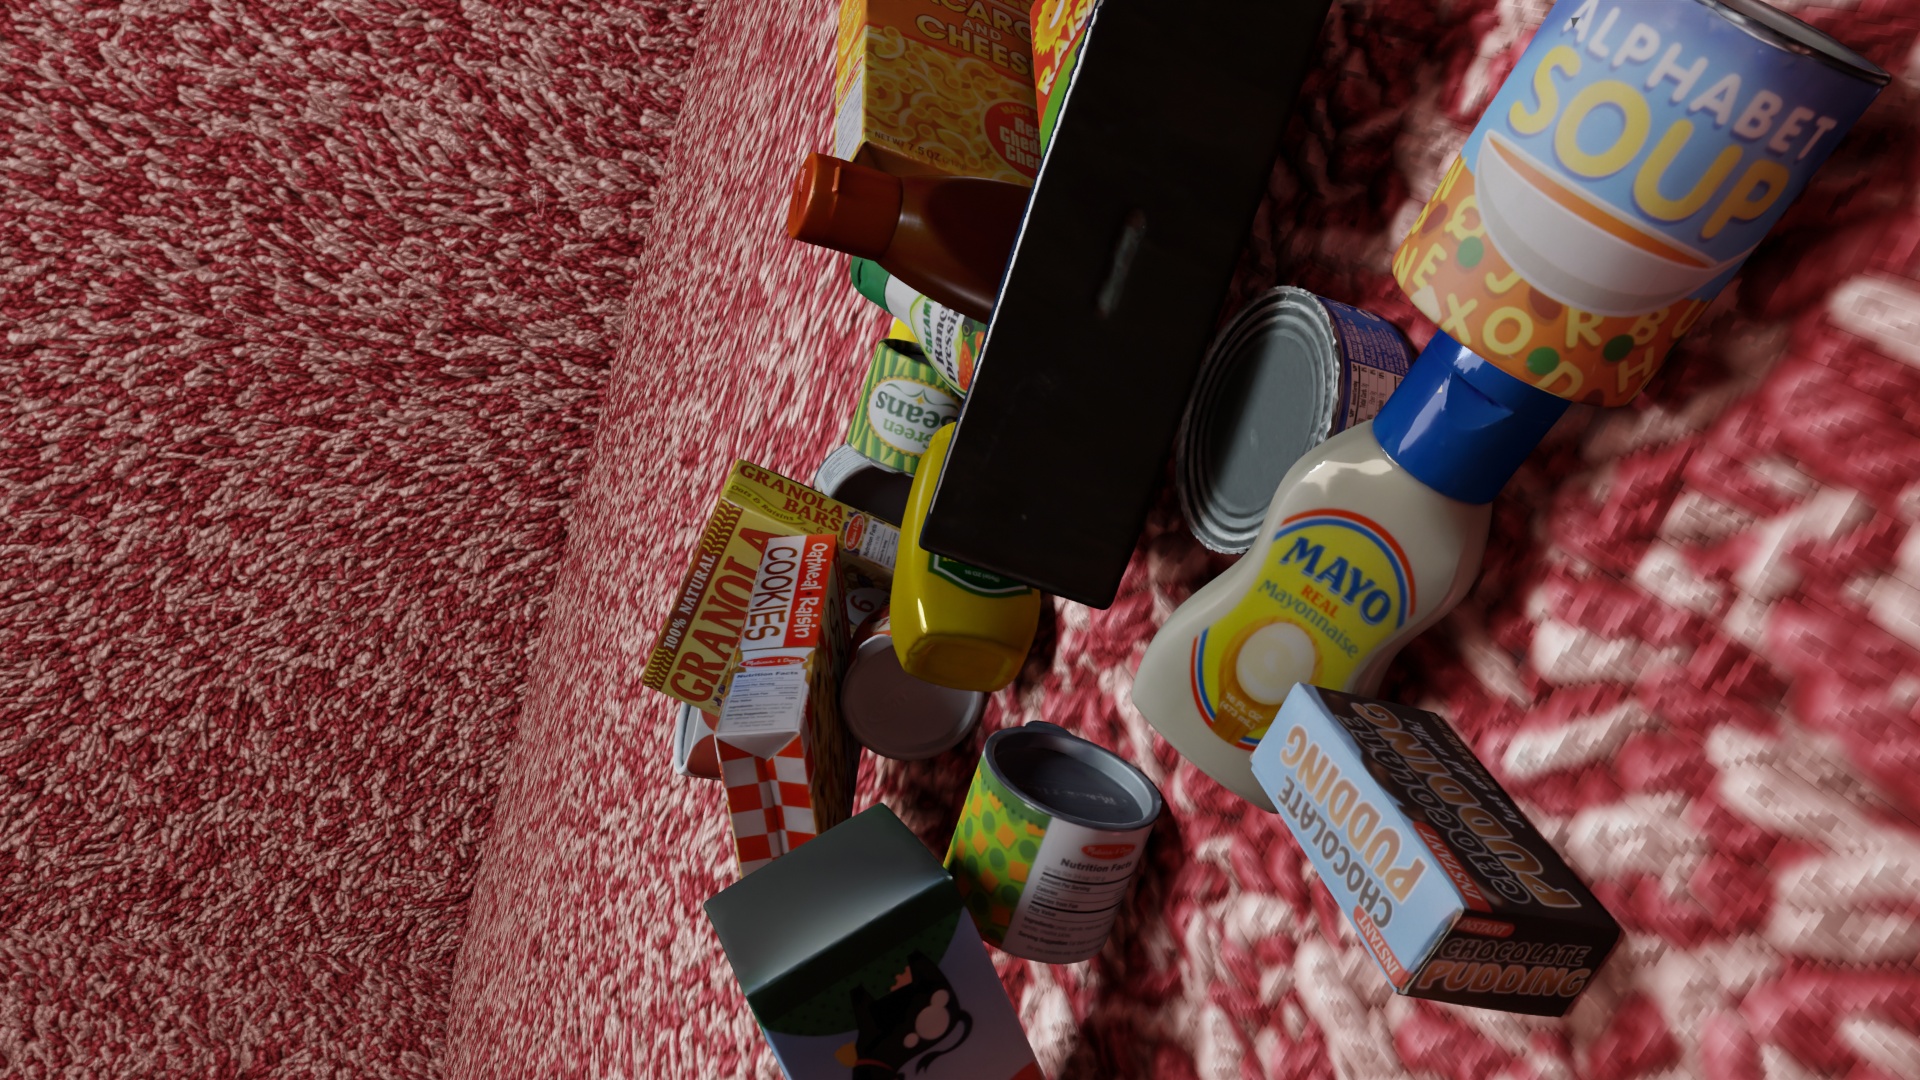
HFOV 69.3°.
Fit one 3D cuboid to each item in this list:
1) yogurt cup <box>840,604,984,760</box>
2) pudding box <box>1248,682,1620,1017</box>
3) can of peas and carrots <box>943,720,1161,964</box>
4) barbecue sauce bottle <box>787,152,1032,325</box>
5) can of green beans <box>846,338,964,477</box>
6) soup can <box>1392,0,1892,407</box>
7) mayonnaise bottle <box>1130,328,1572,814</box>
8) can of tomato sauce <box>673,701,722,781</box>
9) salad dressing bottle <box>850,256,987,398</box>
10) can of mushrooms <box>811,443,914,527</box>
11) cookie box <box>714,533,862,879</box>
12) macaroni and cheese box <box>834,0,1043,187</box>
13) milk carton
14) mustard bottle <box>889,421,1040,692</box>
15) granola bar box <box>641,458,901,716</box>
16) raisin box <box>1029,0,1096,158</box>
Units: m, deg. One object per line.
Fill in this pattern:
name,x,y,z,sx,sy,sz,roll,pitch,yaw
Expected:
yogurt cup,-0.025,0.065,0.675,0.054,0.072,0.072,-110,37,-67
pudding box,0.111,0.073,0.339,0.084,0.050,0.030,-114,43,-57
can of peas and carrots,0.030,0.108,0.502,0.071,0.071,0.058,-125,50,-62
barbecue sauce bottle,0.003,-0.126,0.591,0.043,0.149,0.065,149,130,-61
can of green beans,-0.021,-0.069,0.733,0.071,0.071,0.057,-126,52,-63
soup can,0.146,-0.080,0.309,0.072,0.071,0.083,-104,33,-49
mayonnaise bottle,0.106,0.006,0.377,0.041,0.065,0.147,-32,-24,-54
can of tomato sauce,-0.135,0.125,0.891,0.071,0.083,0.071,-166,89,-70
salad dressing bottle,-0.004,-0.112,0.685,0.148,0.044,0.064,41,132,46
can of mushrooms,-0.047,-0.020,0.777,0.033,0.071,0.070,-123,49,-61
cookie box,-0.077,0.089,0.659,0.168,0.040,0.122,-89,-6,-61
macaroni and cheese box,0.003,-0.217,0.676,0.040,0.124,0.167,-48,35,47
milk carton,-0.010,0.195,0.475,0.190,0.073,0.072,67,164,-17
mustard bottle,0.002,-0.008,0.647,0.048,0.065,0.161,120,157,-48
granola bar box,-0.095,0.043,0.775,0.039,0.124,0.164,-76,14,-48
raisin box,0.070,-0.228,0.632,0.085,0.040,0.124,129,145,-51
